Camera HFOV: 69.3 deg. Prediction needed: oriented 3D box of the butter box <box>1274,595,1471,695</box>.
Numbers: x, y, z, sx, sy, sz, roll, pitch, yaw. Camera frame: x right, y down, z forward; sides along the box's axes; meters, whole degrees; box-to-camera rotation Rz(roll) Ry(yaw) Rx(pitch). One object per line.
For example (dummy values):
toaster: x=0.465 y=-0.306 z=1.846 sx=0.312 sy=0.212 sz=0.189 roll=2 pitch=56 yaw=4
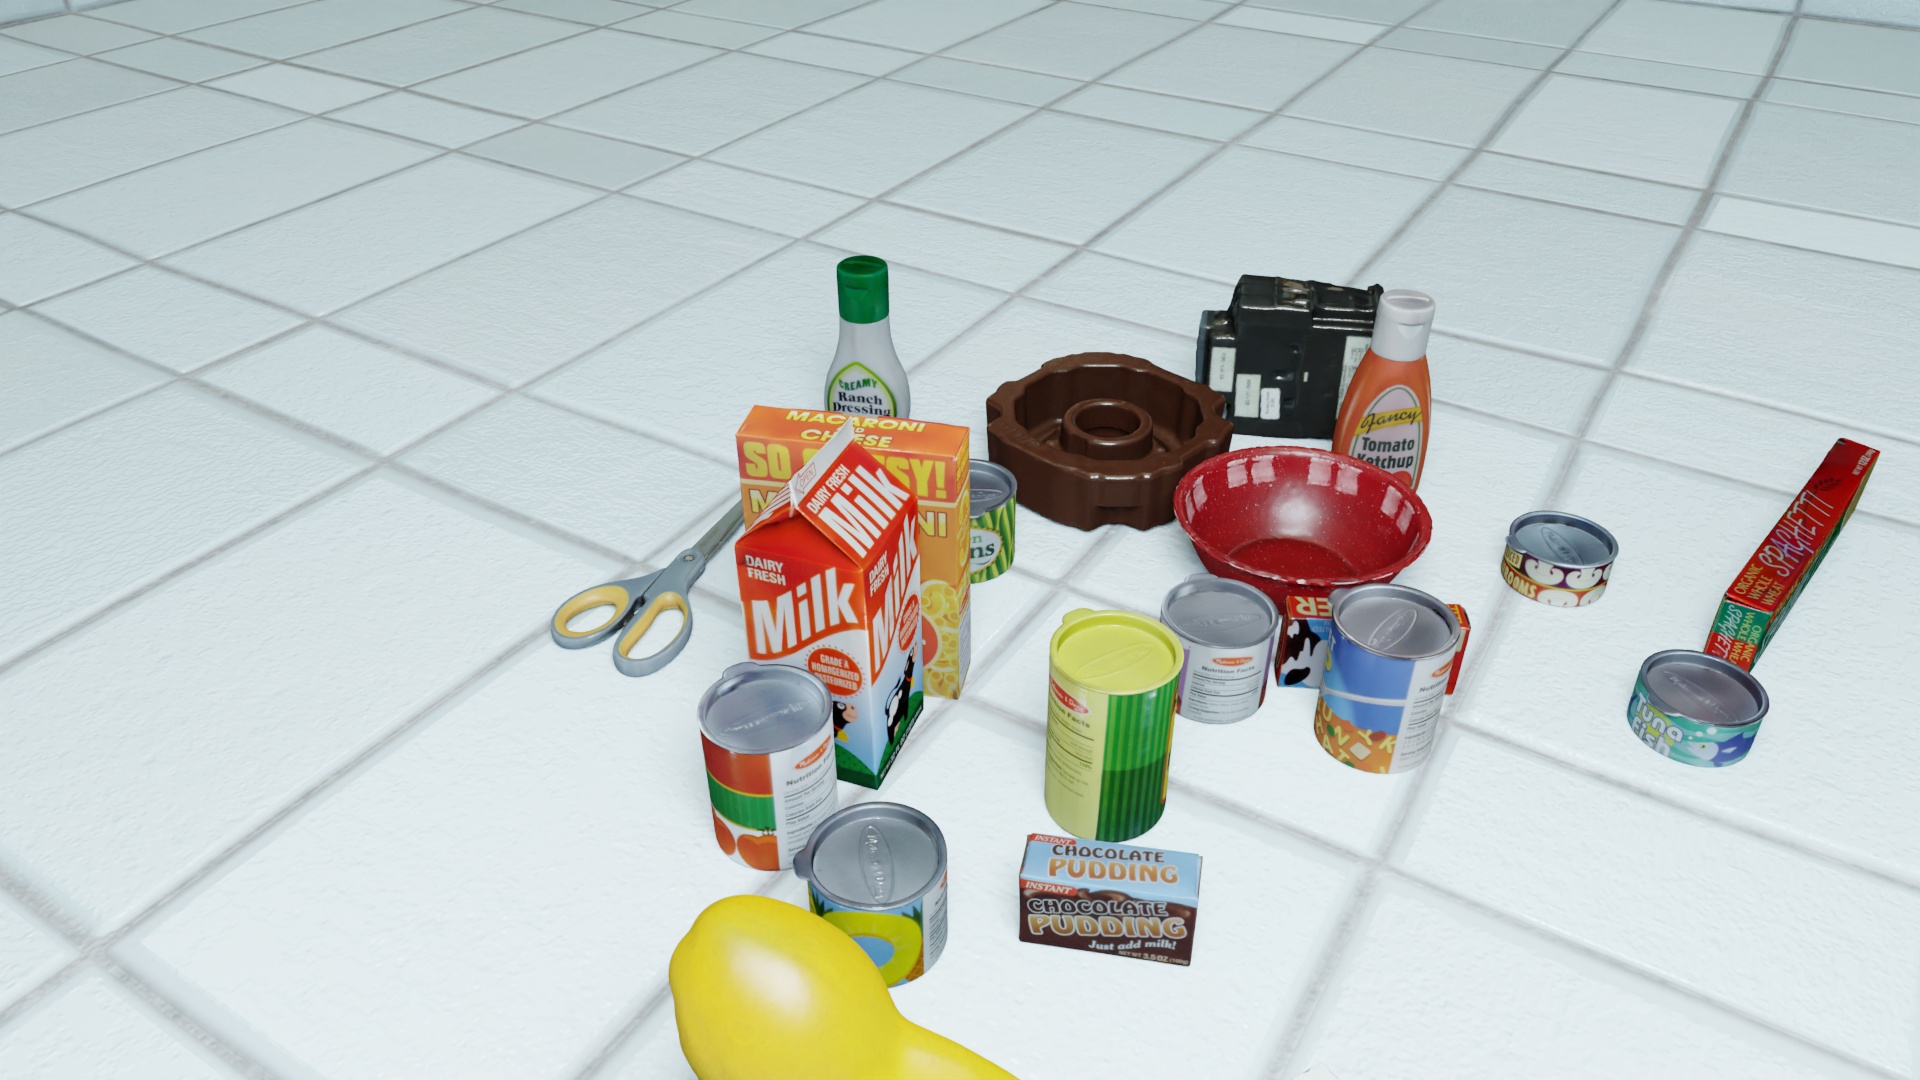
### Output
butter box: x=0.238 y=0.061 z=0.809 sx=0.103 sy=0.052 sz=0.024 roll=2 pitch=34 yaw=4

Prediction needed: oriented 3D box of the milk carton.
milk carton: x=-0.067 y=0.033 z=0.731 sx=0.073 sy=0.189 sz=0.073 roll=12 pitch=36 yaw=17

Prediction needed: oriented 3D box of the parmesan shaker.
parmesan shaker: x=0.076 y=0.095 z=0.717 sx=0.071 sy=0.102 sz=0.072 roll=0 pitch=34 yaw=0

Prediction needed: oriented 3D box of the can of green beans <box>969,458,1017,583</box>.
can of green beans: x=0.004 y=-0.013 z=0.914 sx=0.071 sy=0.057 sz=0.071 roll=0 pitch=34 yaw=0

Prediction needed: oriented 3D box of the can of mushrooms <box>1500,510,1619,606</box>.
can of mushrooms: x=0.385 y=0.012 z=0.899 sx=0.071 sy=0.033 sz=0.071 roll=0 pitch=34 yaw=0

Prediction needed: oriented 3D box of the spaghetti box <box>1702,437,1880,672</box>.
spaghetti box: x=0.538 y=0.005 z=0.894 sx=0.029 sy=0.050 sz=0.251 roll=26 pitch=42 yaw=33

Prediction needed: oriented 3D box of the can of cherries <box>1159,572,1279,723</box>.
can of cherries: x=0.147 y=0.062 z=0.804 sx=0.071 sy=0.058 sz=0.072 roll=0 pitch=34 yaw=0

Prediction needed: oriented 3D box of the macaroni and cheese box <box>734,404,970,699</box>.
macaroni and cheese box: x=-0.058 y=0.008 z=0.788 sx=0.124 sy=0.165 sz=0.040 roll=7 pitch=35 yaw=10

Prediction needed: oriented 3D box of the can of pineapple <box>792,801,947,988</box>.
can of pineapple: x=-0.040 y=0.166 z=0.652 sx=0.071 sy=0.057 sz=0.071 roll=0 pitch=34 yaw=0

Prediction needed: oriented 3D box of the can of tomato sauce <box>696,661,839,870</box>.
can of tomato sauce: x=-0.097 y=0.114 z=0.705 sx=0.071 sy=0.082 sz=0.071 roll=0 pitch=34 yaw=0

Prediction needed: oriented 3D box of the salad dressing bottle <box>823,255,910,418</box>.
salad dressing bottle: x=-0.069 y=-0.132 z=1.010 sx=0.064 sy=0.146 sz=0.044 roll=7 pitch=35 yaw=11

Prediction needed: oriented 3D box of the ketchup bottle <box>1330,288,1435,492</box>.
ketchup bottle: x=0.296 y=-0.099 z=0.960 sx=0.065 sy=0.148 sz=0.044 roll=1 pitch=34 yaw=1

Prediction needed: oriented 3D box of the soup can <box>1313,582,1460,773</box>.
soup can: x=0.230 y=0.075 z=0.763 sx=0.071 sy=0.083 sz=0.072 roll=0 pitch=34 yaw=0

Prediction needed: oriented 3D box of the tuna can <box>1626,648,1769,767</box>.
tuna can: x=0.410 y=0.095 z=0.778 sx=0.071 sy=0.032 sz=0.071 roll=0 pitch=34 yaw=0

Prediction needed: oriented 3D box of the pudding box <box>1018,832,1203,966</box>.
pudding box: x=0.070 y=0.168 z=0.655 sx=0.084 sy=0.049 sz=0.030 roll=6 pitch=35 yaw=9
